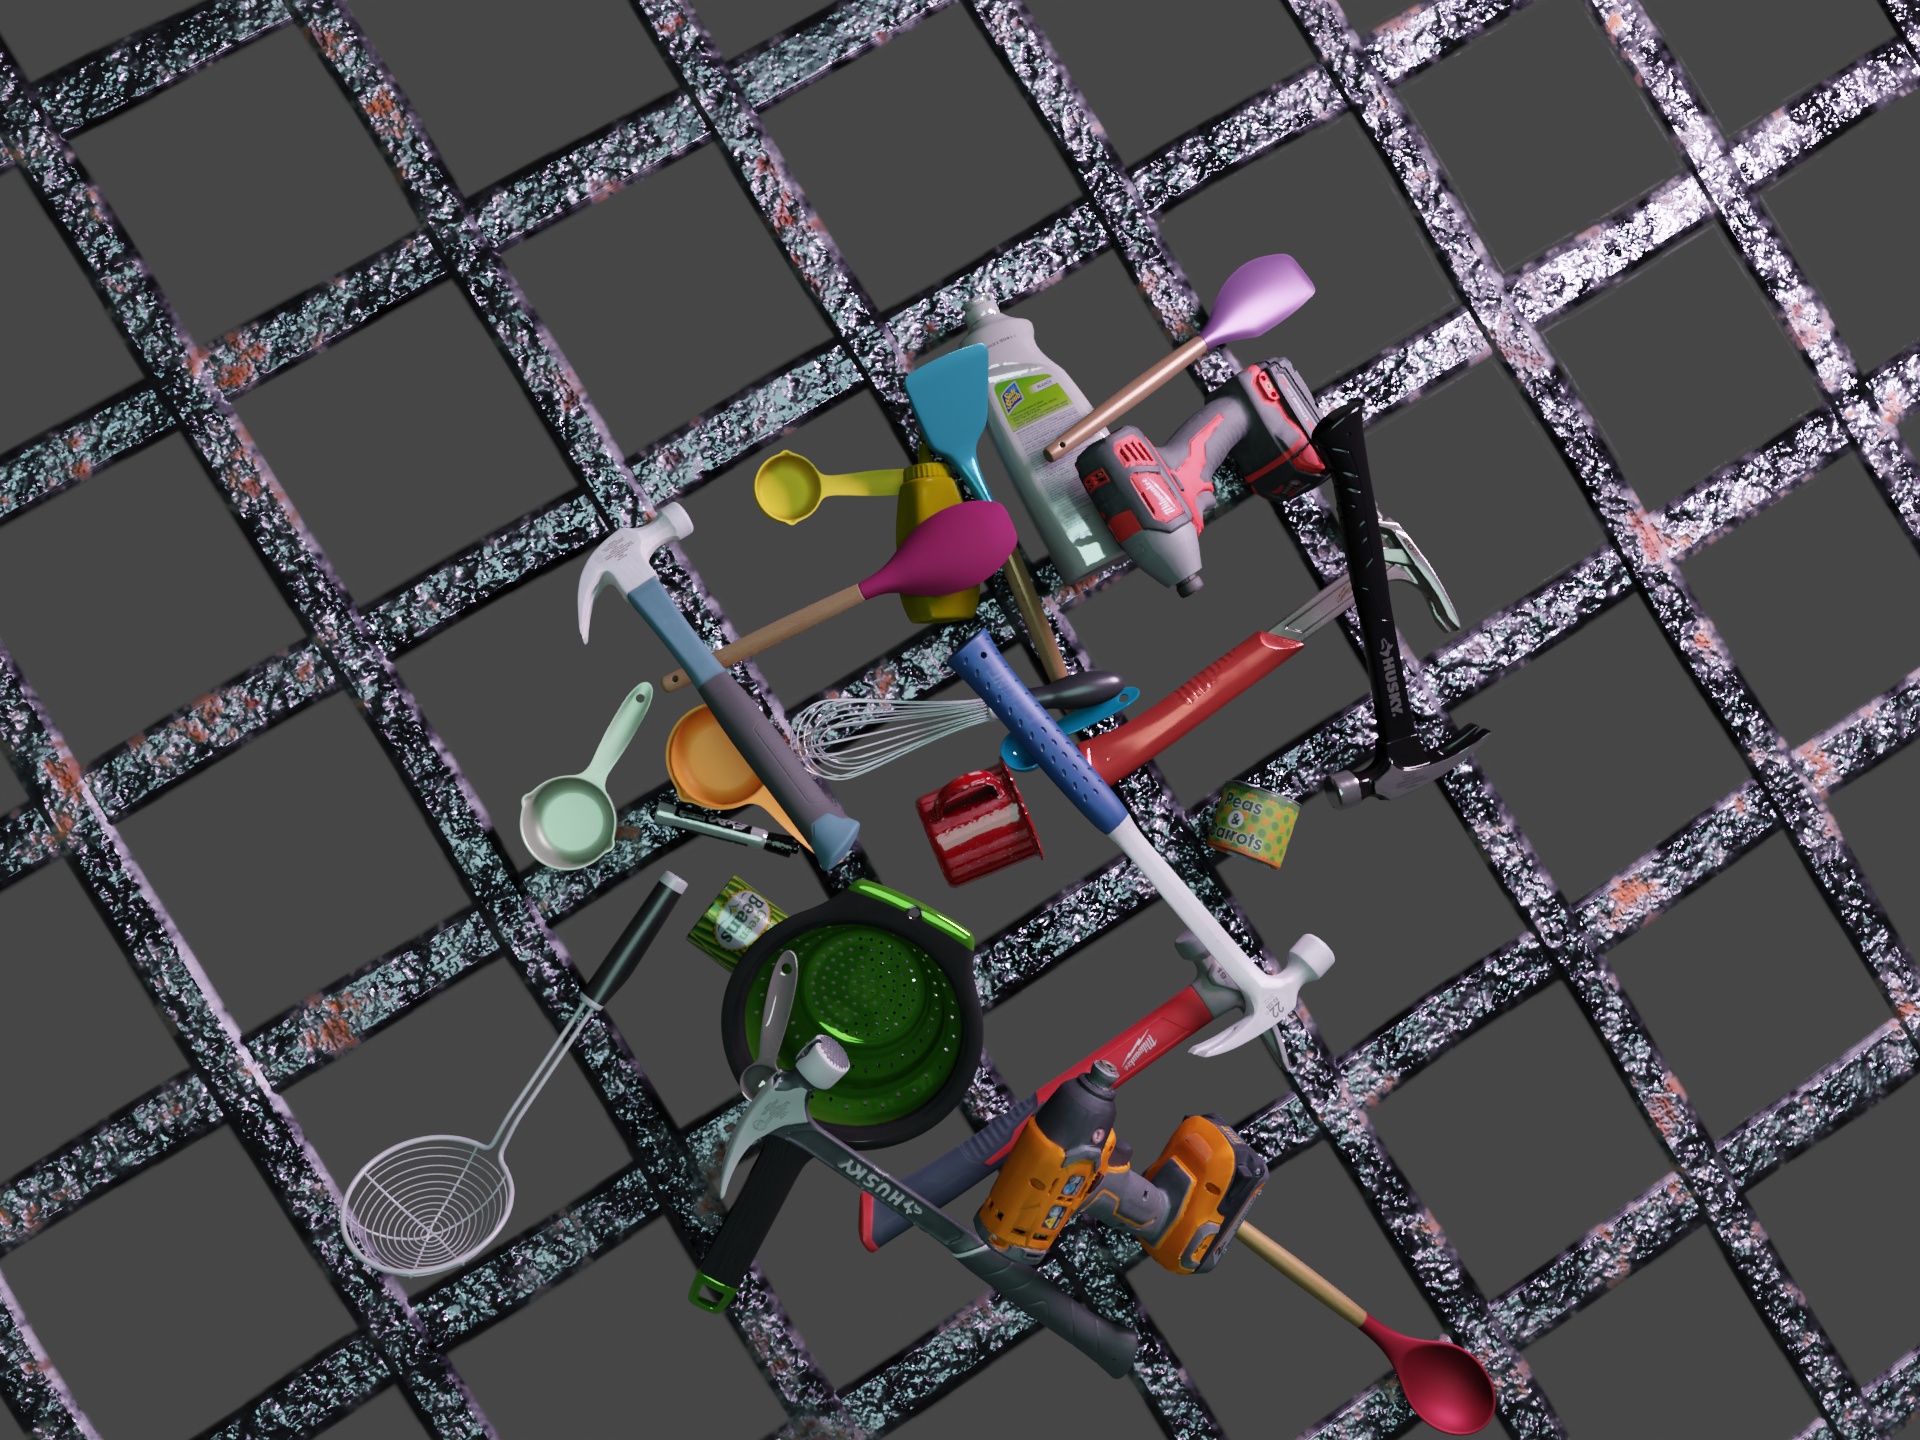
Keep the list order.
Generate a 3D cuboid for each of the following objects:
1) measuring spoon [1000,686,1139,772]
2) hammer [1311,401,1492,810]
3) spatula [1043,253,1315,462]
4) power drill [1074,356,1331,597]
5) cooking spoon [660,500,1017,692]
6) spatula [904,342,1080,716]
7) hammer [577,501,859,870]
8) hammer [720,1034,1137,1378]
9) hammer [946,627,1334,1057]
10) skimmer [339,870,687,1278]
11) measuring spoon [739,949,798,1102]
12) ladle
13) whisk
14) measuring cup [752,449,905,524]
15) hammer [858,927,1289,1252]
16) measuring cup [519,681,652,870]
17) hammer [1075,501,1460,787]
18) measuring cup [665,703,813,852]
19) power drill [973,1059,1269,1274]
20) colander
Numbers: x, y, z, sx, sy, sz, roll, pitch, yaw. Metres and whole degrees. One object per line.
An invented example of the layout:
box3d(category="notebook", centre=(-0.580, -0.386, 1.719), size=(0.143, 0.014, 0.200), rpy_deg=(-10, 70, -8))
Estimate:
box3d(category="measuring spoon", centre=(0.094, 0.008, 1.339), size=(0.128, 0.021, 0.042), rpy_deg=(-27, 56, 0))
box3d(category="hammer", centre=(0.349, -0.098, 1.324), size=(0.146, 0.035, 0.334), rpy_deg=(-17, 106, -9))
box3d(category="spatula", centre=(0.184, -0.307, 1.342), size=(0.316, 0.018, 0.060), rpy_deg=(-39, 91, -21))
box3d(category="power drill", centre=(0.206, -0.198, 1.301), size=(0.219, 0.078, 0.143), rpy_deg=(-32, 91, -31))
box3d(category="cooking spoon", centre=(-0.103, -0.093, 1.292), size=(0.319, 0.017, 0.069), rpy_deg=(-25, 81, 9))
box3d(category="spatula", centre=(0.039, -0.147, 1.312), size=(0.082, 0.044, 0.317), rpy_deg=(-29, 103, -24))
box3d(category="hammer", centre=(-0.187, -0.021, 1.261), size=(0.128, 0.033, 0.331), rpy_deg=(-35, 75, -16))
box3d(category="hammer", centre=(-0.010, 0.411, 1.258), size=(0.408, 0.036, 0.149), rpy_deg=(41, 104, -19))
box3d(category="hammer", centre=(0.130, 0.096, 1.289), size=(0.144, 0.035, 0.405), rpy_deg=(-43, 97, -15))
box3d(category="skimmer", centre=(-0.341, 0.268, 1.253), size=(0.127, 0.090, 0.363), rpy_deg=(30, 81, 27))
box3d(category="measuring spoon", centre=(-0.142, 0.234, 1.220), size=(0.034, 0.018, 0.124), rpy_deg=(13, 96, 4))
box3d(category="ladle", centre=(0.318, 0.493, 1.346), size=(0.315, 0.031, 0.069), rpy_deg=(37, 82, -1))
box3d(category="whisk", centre=(-0.002, -0.004, 1.310), size=(0.284, 0.070, 0.070), rpy_deg=(-11, 89, -5))
box3d(category="measuring cup", centre=(-0.099, -0.197, 1.340), size=(0.156, 0.029, 0.062), rpy_deg=(-6, 93, -18))
box3d(category="hammer", centre=(0.088, 0.332, 1.323), size=(0.386, 0.038, 0.143), rpy_deg=(-33, 93, -7))
box3d(category="measuring cup", centre=(-0.295, 0.044, 1.297), size=(0.083, 0.038, 0.167), rpy_deg=(29, 83, -4))
box3d(category="hammer", centre=(0.250, -0.041, 1.360), size=(0.359, 0.037, 0.149), rpy_deg=(-36, 91, -7))
box3d(category="measuring cup", centre=(-0.164, 0.057, 1.303), size=(0.173, 0.052, 0.095), rpy_deg=(42, 84, -5))
box3d(category="power drill", centre=(0.134, 0.349, 1.243), size=(0.226, 0.084, 0.164), rpy_deg=(20, 103, -36))
box3d(category="colander", centre=(-0.119, 0.300, 1.287), size=(0.204, 0.094, 0.397), rpy_deg=(27, 103, -3))
